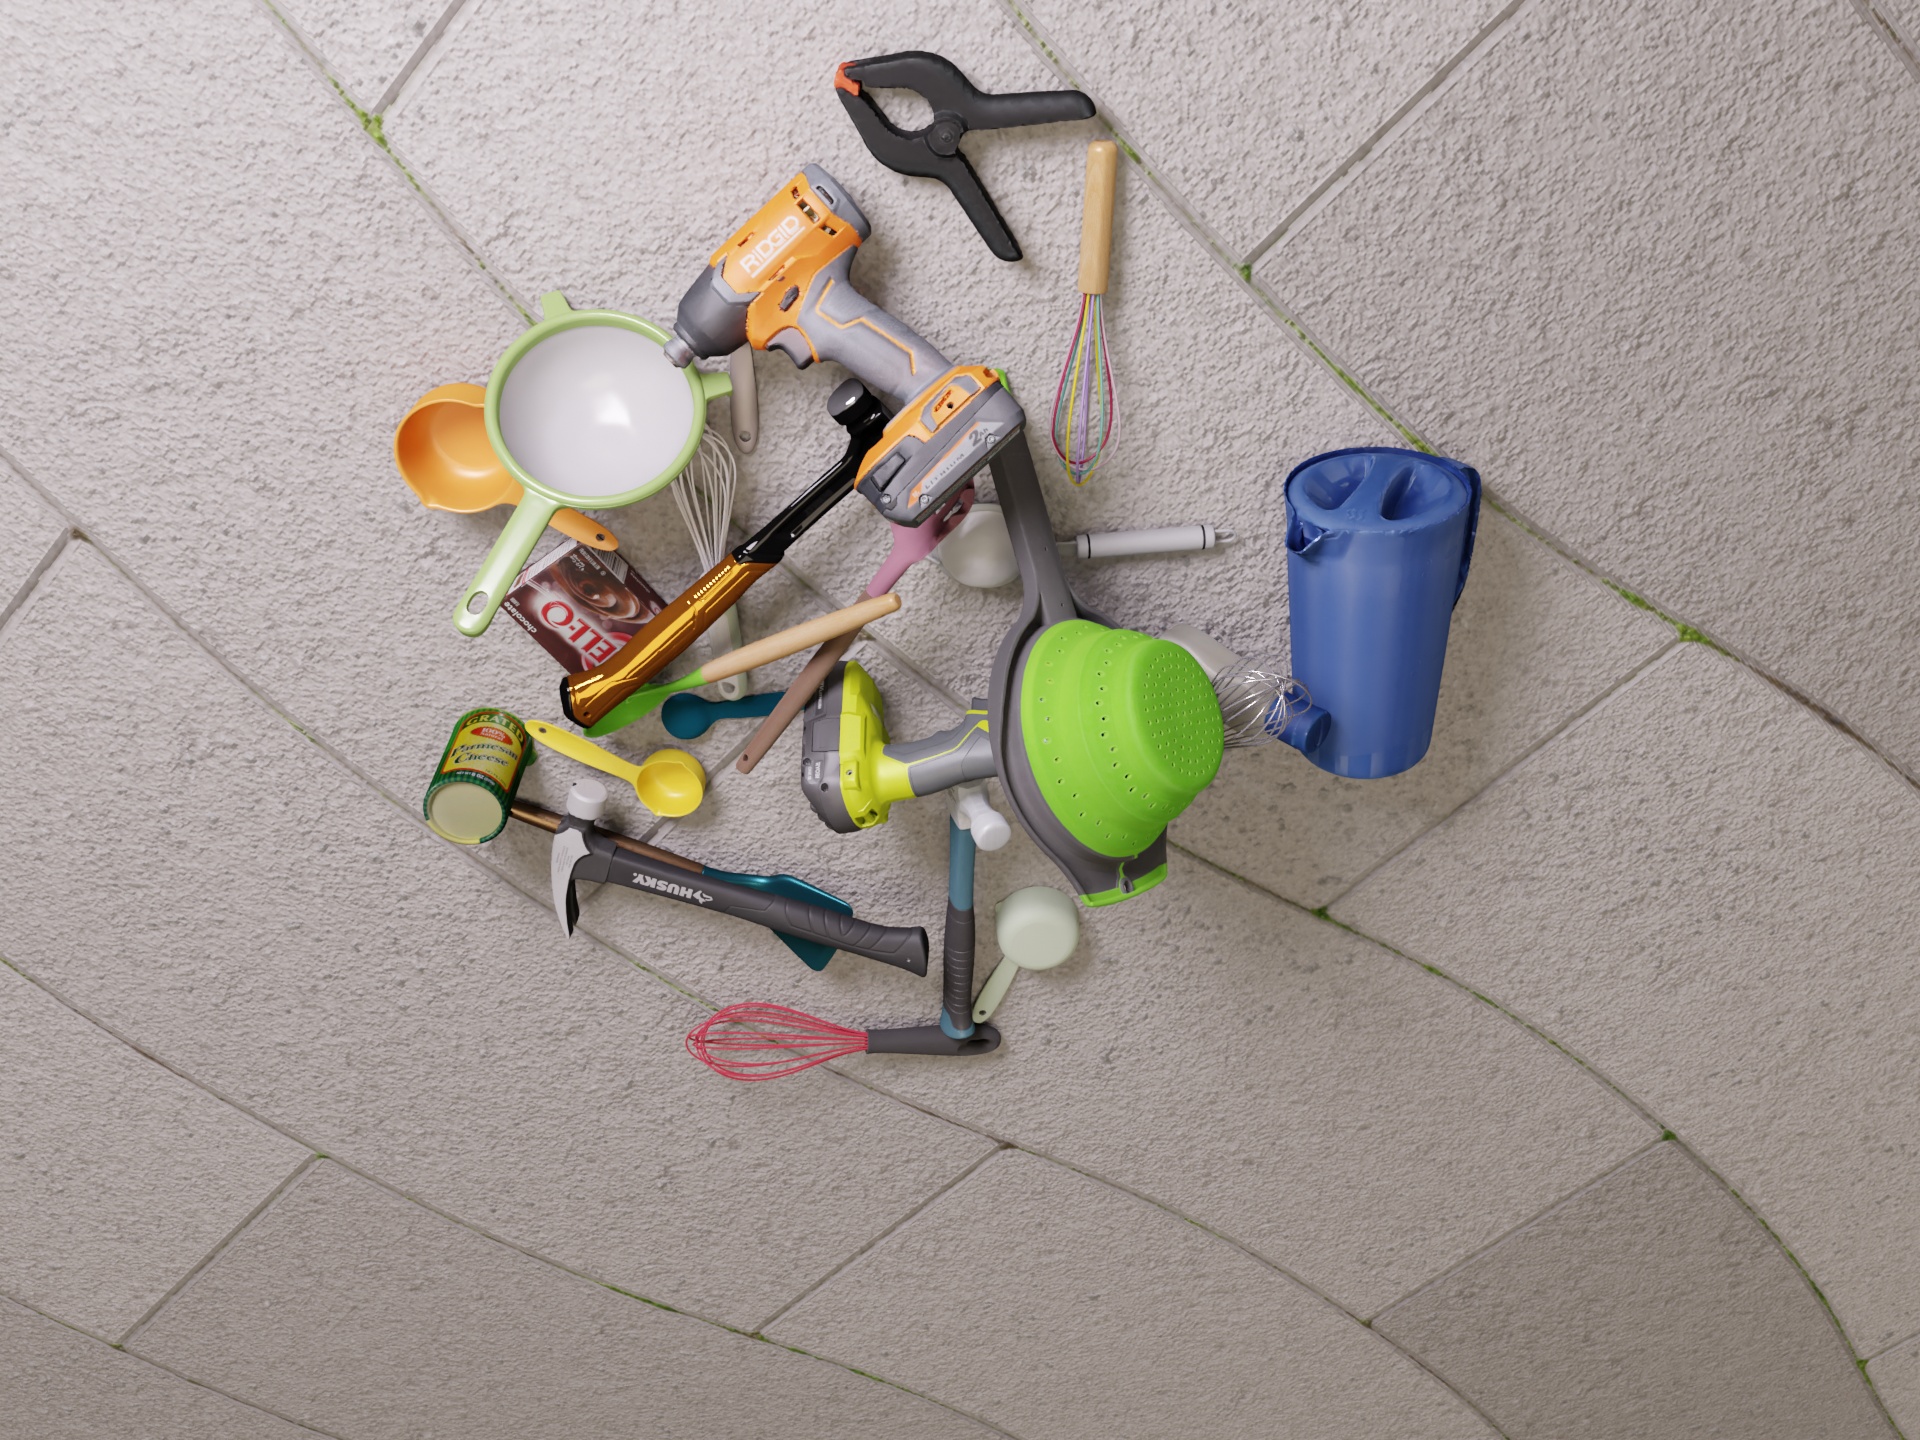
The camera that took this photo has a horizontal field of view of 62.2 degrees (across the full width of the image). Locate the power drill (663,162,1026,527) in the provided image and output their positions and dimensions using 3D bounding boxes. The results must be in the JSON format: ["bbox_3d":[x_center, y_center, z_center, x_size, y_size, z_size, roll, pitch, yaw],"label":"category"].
[{"bbox_3d":[-0.082,-0.238,1.074,0.164,0.084,0.226,-42,91,3],"label":"power drill"}]

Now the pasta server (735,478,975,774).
[{"bbox_3d":[-0.085,-0.075,1.195,0.316,0.060,0.040,-51,153,22],"label":"pasta server"}]

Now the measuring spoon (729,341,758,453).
[{"bbox_3d":[-0.158,-0.249,1.154,0.034,0.018,0.124,0,123,-3],"label":"measuring spoon"}]

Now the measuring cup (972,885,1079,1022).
[{"bbox_3d":[0.051,0.225,1.449,0.083,0.038,0.167,21,117,-15],"label":"measuring cup"}]

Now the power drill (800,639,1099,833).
[{"bbox_3d":[-0.002,-0.004,1.238,0.228,0.191,0.080,-9,150,15],"label":"power drill"}]

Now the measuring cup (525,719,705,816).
[{"bbox_3d":[-0.285,0.029,1.323,0.156,0.029,0.062,25,121,-8],"label":"measuring cup"}]

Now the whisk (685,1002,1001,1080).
[{"bbox_3d":[-0.107,0.299,1.481,0.295,0.073,0.073,1,122,-11],"label":"whisk"}]

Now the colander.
[{"bbox_3d":[0.097,-0.073,1.126,0.094,0.204,0.397,-18,87,41],"label":"colander"}]

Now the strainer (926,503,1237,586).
[{"bbox_3d":[0.087,-0.133,1.227,0.258,0.050,0.086,-5,138,-3],"label":"strainer"}]

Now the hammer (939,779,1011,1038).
[{"bbox_3d":[0.000,0.164,1.376,0.033,0.128,0.330,-13,134,-16],"label":"hammer"}]

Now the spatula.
[{"bbox_3d":[-0.249,0.129,1.373,0.317,0.044,0.082,21,121,-14],"label":"spatula"}]

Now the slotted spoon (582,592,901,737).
[{"bbox_3d":[-0.173,-0.044,1.219,0.314,0.070,0.031,-19,86,30],"label":"slotted spoon"}]

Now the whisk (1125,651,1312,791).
[{"bbox_3d":[0.181,0.014,1.239,0.070,0.070,0.284,19,157,-14],"label":"whisk"}]

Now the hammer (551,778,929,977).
[{"bbox_3d":[-0.185,0.160,1.356,0.334,0.035,0.146,18,119,-7],"label":"hammer"}]

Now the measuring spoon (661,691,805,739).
[{"bbox_3d":[-0.183,-0.005,1.303,0.128,0.021,0.042,-7,122,3],"label":"measuring spoon"}]

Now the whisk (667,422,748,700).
[{"bbox_3d":[-0.189,-0.116,1.220,0.058,0.059,0.246,8,128,15],"label":"whisk"}]

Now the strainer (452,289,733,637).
[{"bbox_3d":[-0.276,-0.163,1.110,0.151,0.069,0.256,26,75,2],"label":"strainer"}]

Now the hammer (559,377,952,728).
[{"bbox_3d":[-0.164,-0.104,1.190,0.337,0.034,0.127,-39,130,10],"label":"hammer"}]

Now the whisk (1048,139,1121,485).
[{"bbox_3d":[0.093,-0.285,1.135,0.047,0.051,0.244,-12,121,-25],"label":"whisk"}]

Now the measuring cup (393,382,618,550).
[{"bbox_3d":[-0.327,-0.181,1.171,0.173,0.052,0.095,30,116,-22],"label":"measuring cup"}]
